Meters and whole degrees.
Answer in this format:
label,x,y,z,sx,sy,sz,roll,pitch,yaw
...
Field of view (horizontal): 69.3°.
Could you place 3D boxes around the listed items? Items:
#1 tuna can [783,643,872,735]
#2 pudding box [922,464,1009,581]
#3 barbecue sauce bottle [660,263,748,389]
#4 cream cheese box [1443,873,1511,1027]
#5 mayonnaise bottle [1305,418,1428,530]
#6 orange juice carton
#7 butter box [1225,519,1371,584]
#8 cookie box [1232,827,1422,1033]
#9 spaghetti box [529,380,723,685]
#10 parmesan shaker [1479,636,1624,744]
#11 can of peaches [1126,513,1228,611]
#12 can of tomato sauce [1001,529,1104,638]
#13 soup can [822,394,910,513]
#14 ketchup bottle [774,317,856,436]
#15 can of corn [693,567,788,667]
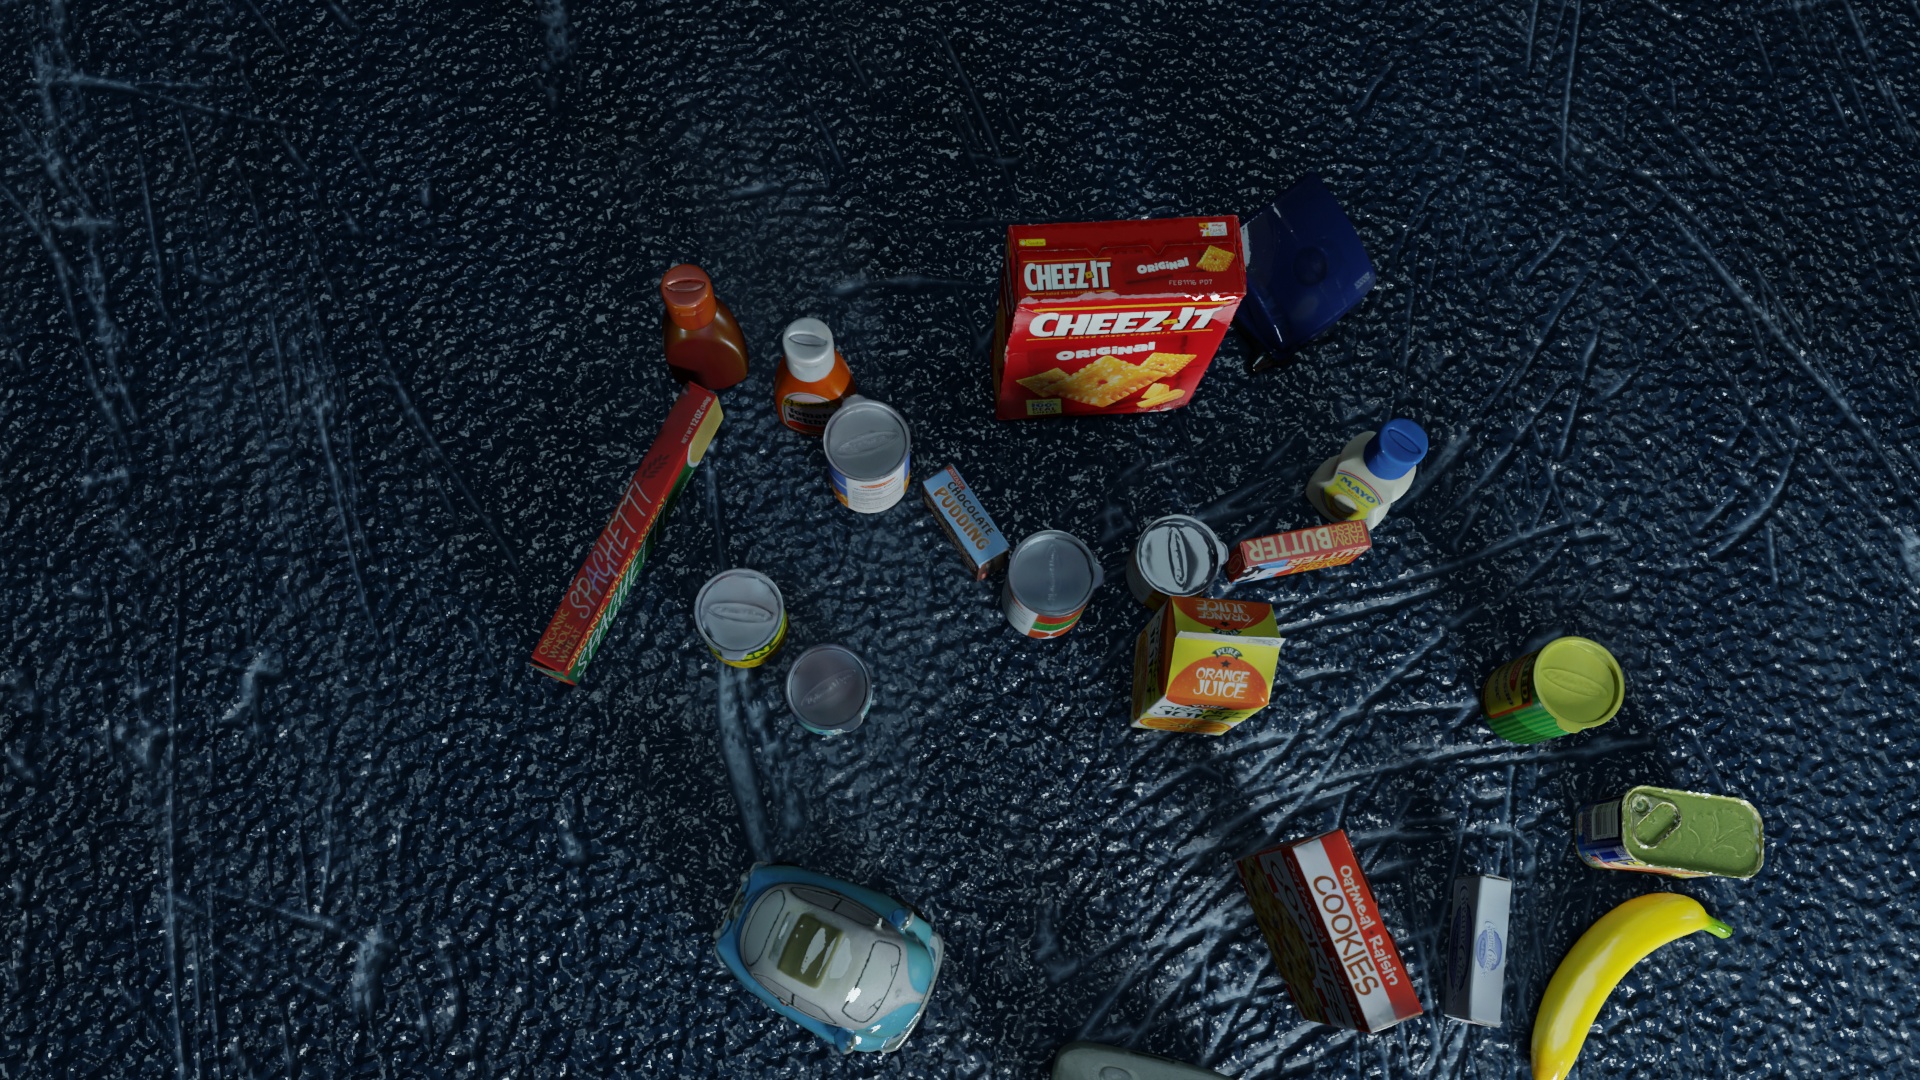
label,x,y,z,sx,sy,sz,roll,pitch,yaw
tuna can,-0.098,0.116,1.055,0.071,0.032,0.071,1,73,-2
pudding box,0.004,-0.014,1.090,0.030,0.049,0.084,-32,77,-11
barbecue sauce bottle,-0.202,-0.163,1.073,0.065,0.148,0.044,-4,74,-4
cream cheese box,0.376,0.298,1.012,0.024,0.053,0.104,12,73,1
mayonnaise bottle,0.314,-0.051,1.064,0.065,0.147,0.041,39,76,8
orange juice carton,0.173,0.088,0.993,0.072,0.192,0.073,6,74,-1
butter box,0.265,0.009,1.093,0.103,0.053,0.024,-10,75,-6
cookie box,0.248,0.267,0.956,0.040,0.167,0.123,-20,76,-8
spaghetti box,-0.255,-0.006,1.075,0.029,0.050,0.251,24,74,4
parmesan shaker,0.440,0.117,1.043,0.071,0.102,0.071,1,74,-2
can of peaches,0.168,0.019,1.083,0.071,0.058,0.071,1,74,-2
can of tomato sauce,0.069,0.035,1.061,0.071,0.083,0.071,1,74,-2
soup can,-0.073,-0.067,1.084,0.071,0.083,0.071,1,74,-2
ketchup bottle,-0.113,-0.125,1.066,0.065,0.148,0.043,7,74,0
can of corn,-0.166,0.062,1.054,0.071,0.058,0.071,1,74,-2
